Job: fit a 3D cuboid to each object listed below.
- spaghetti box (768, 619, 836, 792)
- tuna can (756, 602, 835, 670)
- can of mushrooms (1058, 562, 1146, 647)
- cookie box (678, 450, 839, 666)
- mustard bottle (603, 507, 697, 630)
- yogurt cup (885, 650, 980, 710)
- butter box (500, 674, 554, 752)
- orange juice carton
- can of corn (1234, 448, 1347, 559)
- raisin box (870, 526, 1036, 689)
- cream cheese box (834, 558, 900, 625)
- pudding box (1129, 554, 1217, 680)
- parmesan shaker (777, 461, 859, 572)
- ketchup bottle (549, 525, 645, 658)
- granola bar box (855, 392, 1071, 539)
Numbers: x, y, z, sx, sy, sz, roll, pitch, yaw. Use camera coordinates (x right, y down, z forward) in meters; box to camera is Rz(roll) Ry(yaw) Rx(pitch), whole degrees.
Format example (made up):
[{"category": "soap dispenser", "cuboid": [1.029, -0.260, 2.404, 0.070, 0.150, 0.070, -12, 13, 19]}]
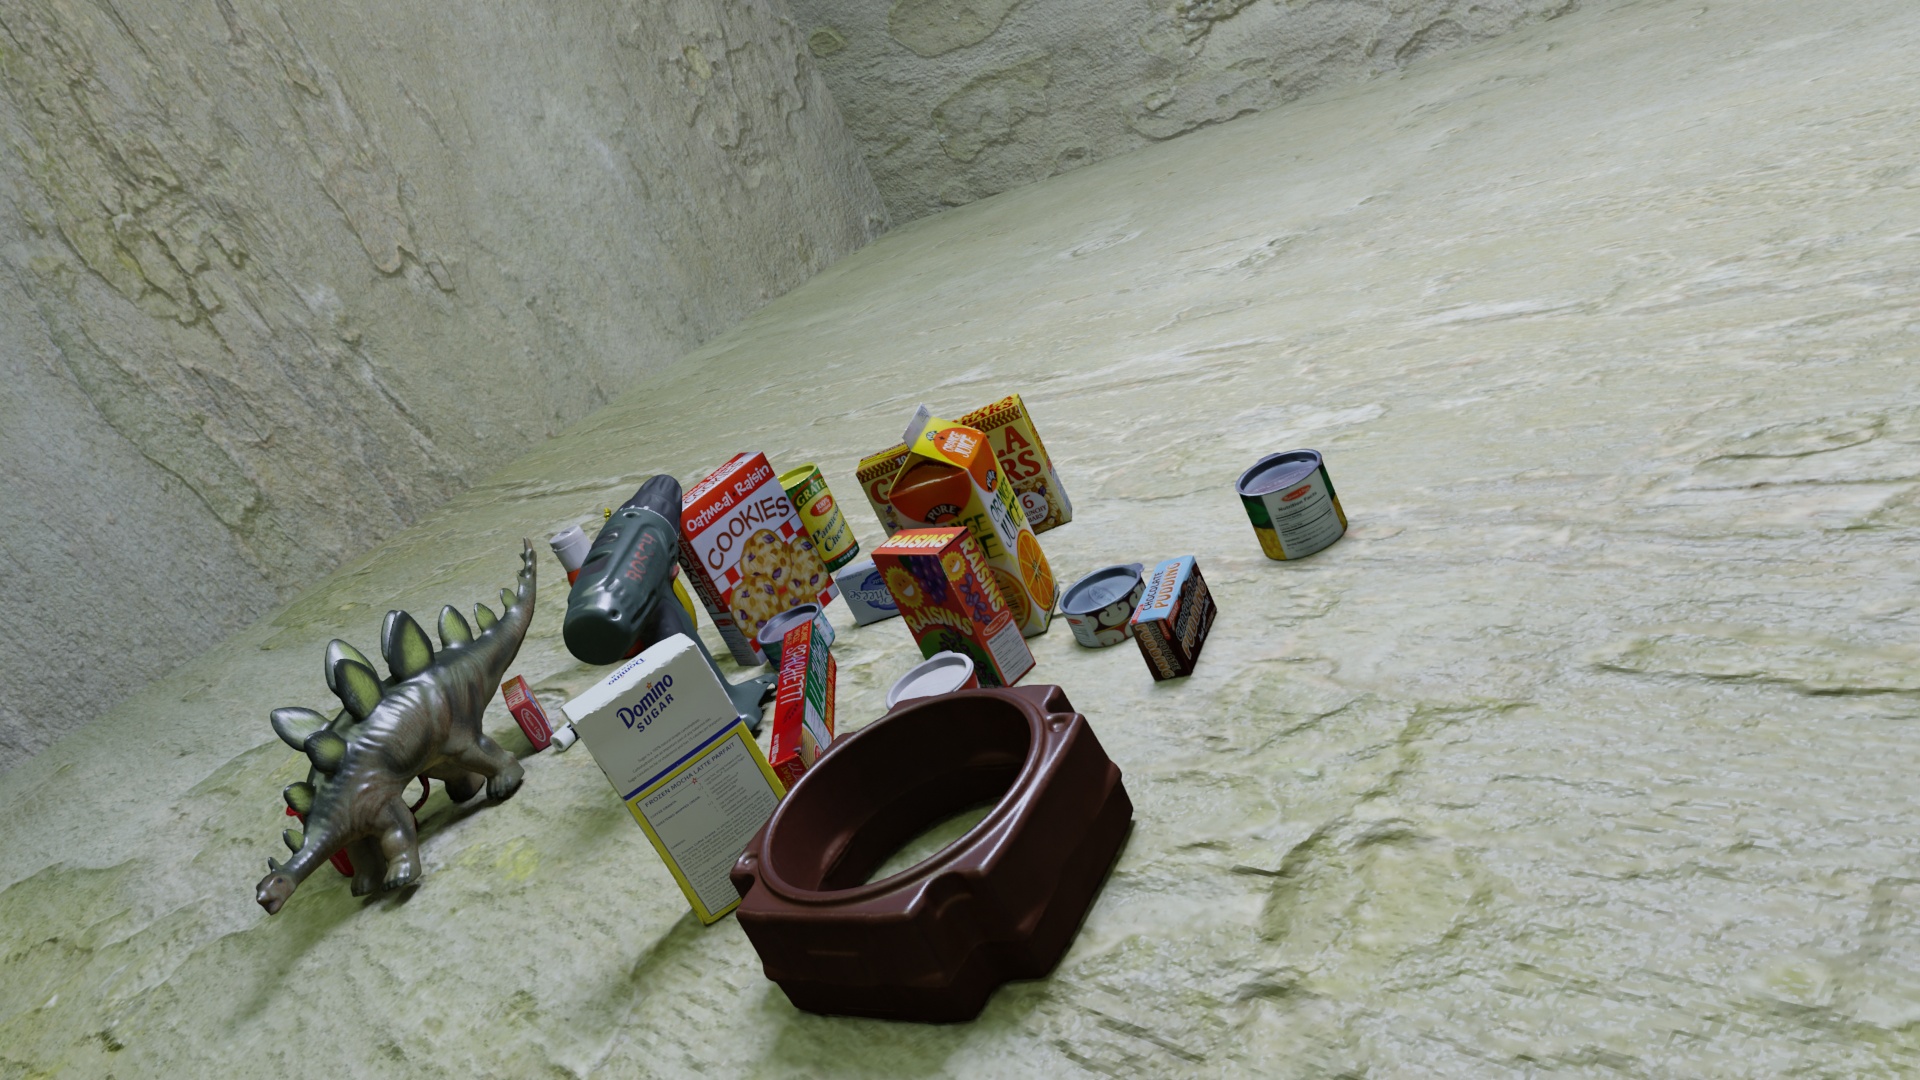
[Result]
[{"category": "spaghetti box", "cuboid": [-0.122, 0.134, 1.098, 0.028, 0.050, 0.251, -25, 19, 5]}, {"category": "tuna can", "cuboid": [-0.152, 0.088, 1.280, 0.071, 0.032, 0.071, -24, 19, 9]}, {"category": "can of mushrooms", "cuboid": [0.112, 0.048, 1.042, 0.071, 0.033, 0.071, -24, 19, 9]}, {"category": "cookie box", "cuboid": [-0.202, 0.016, 1.325, 0.040, 0.167, 0.123, -8, 27, 44]}, {"category": "mustard bottle", "cuboid": [-0.334, 0.037, 1.452, 0.065, 0.159, 0.049, -29, 19, -6]}, {"category": "yogurt cup", "cuboid": [-0.012, 0.121, 0.985, 0.072, 0.053, 0.072, -24, 19, 9]}, {"category": "butter box", "cuboid": [-0.435, 0.173, 1.398, 0.024, 0.053, 0.103, -32, 20, -15]}, {"category": "orange juice carton", "cuboid": [0.004, -0.014, 1.099, 0.073, 0.192, 0.072, -19, 20, 22]}, {"category": "can of corn", "cuboid": [0.244, -0.028, 1.028, 0.071, 0.058, 0.071, -24, 19, 9]}, {"category": "raisin box", "cuboid": [-0.005, 0.051, 1.050, 0.040, 0.123, 0.086, -39, 23, -32]}, {"category": "cream cheese box", "cuboid": [-0.056, 0.038, 1.254, 0.103, 0.053, 0.024, -18, 21, 23]}, {"category": "pudding box", "cuboid": [0.148, 0.052, 0.961, 0.030, 0.049, 0.084, -15, 22, 31]}, {"category": "parmesan shaker", "cuboid": [-0.155, -0.022, 1.460, 0.071, 0.102, 0.071, -24, 19, 9]}, {"category": "ketchup bottle", "cuboid": [-0.388, 0.055, 1.492, 0.044, 0.148, 0.064, -38, 22, -30]}, {"category": "granola bar box", "cuboid": [0.004, -0.048, 1.289, 0.165, 0.124, 0.039, -22, 20, 14]}]
